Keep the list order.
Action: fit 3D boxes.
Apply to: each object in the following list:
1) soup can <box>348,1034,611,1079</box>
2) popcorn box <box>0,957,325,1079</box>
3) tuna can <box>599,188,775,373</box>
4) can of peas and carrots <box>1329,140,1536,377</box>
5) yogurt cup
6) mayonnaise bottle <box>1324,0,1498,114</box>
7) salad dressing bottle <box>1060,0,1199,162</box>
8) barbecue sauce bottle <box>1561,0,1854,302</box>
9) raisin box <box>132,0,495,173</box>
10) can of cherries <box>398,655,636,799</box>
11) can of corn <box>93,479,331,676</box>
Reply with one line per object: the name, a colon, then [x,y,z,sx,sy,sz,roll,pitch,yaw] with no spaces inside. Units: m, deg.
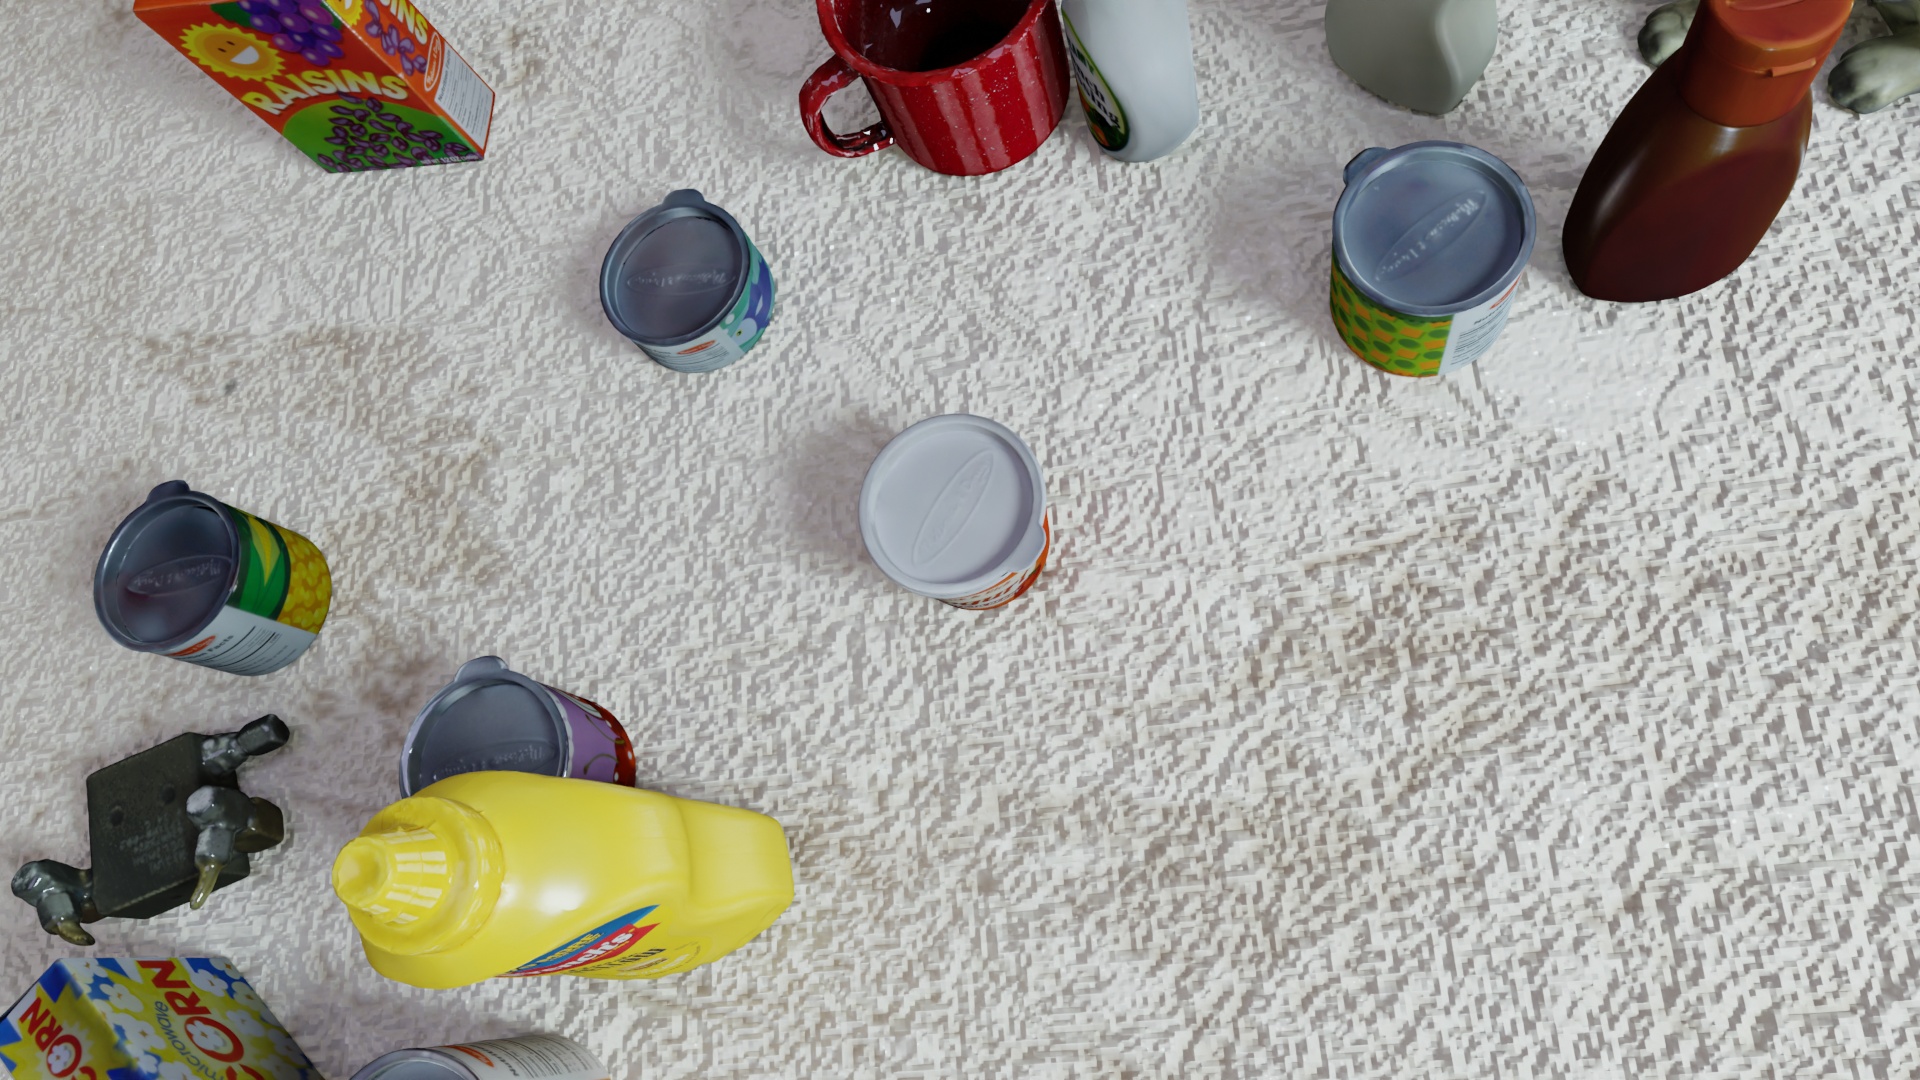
soup can: [-0.163,0.206,0.468,0.071,0.083,0.071,-4,73,12]
popcorn box: [-0.268,0.204,0.492,0.127,0.085,0.038,38,85,20]
tuna can: [-0.113,-0.107,0.579,0.071,0.032,0.071,-4,73,12]
can of peas and carrots: [0.165,-0.100,0.498,0.071,0.058,0.071,-4,73,12]
yogurt cup: [0.002,-0.006,0.510,0.072,0.054,0.072,-4,73,12]
mayonnaise bottle: [0.160,-0.211,0.484,0.065,0.148,0.041,38,85,20]
salad dressing bottle: [0.058,-0.194,0.504,0.044,0.147,0.064,-26,70,5]
barbecue sauce bottle: [0.237,-0.127,0.441,0.065,0.148,0.044,-11,72,10]
raisin box: [-0.272,-0.210,0.600,0.086,0.123,0.040,-1,74,13]
can of cherries: [-0.163,0.083,0.519,0.071,0.058,0.071,-4,73,12]
can of corn: [-0.306,0.017,0.573,0.071,0.058,0.071,-4,73,12]
